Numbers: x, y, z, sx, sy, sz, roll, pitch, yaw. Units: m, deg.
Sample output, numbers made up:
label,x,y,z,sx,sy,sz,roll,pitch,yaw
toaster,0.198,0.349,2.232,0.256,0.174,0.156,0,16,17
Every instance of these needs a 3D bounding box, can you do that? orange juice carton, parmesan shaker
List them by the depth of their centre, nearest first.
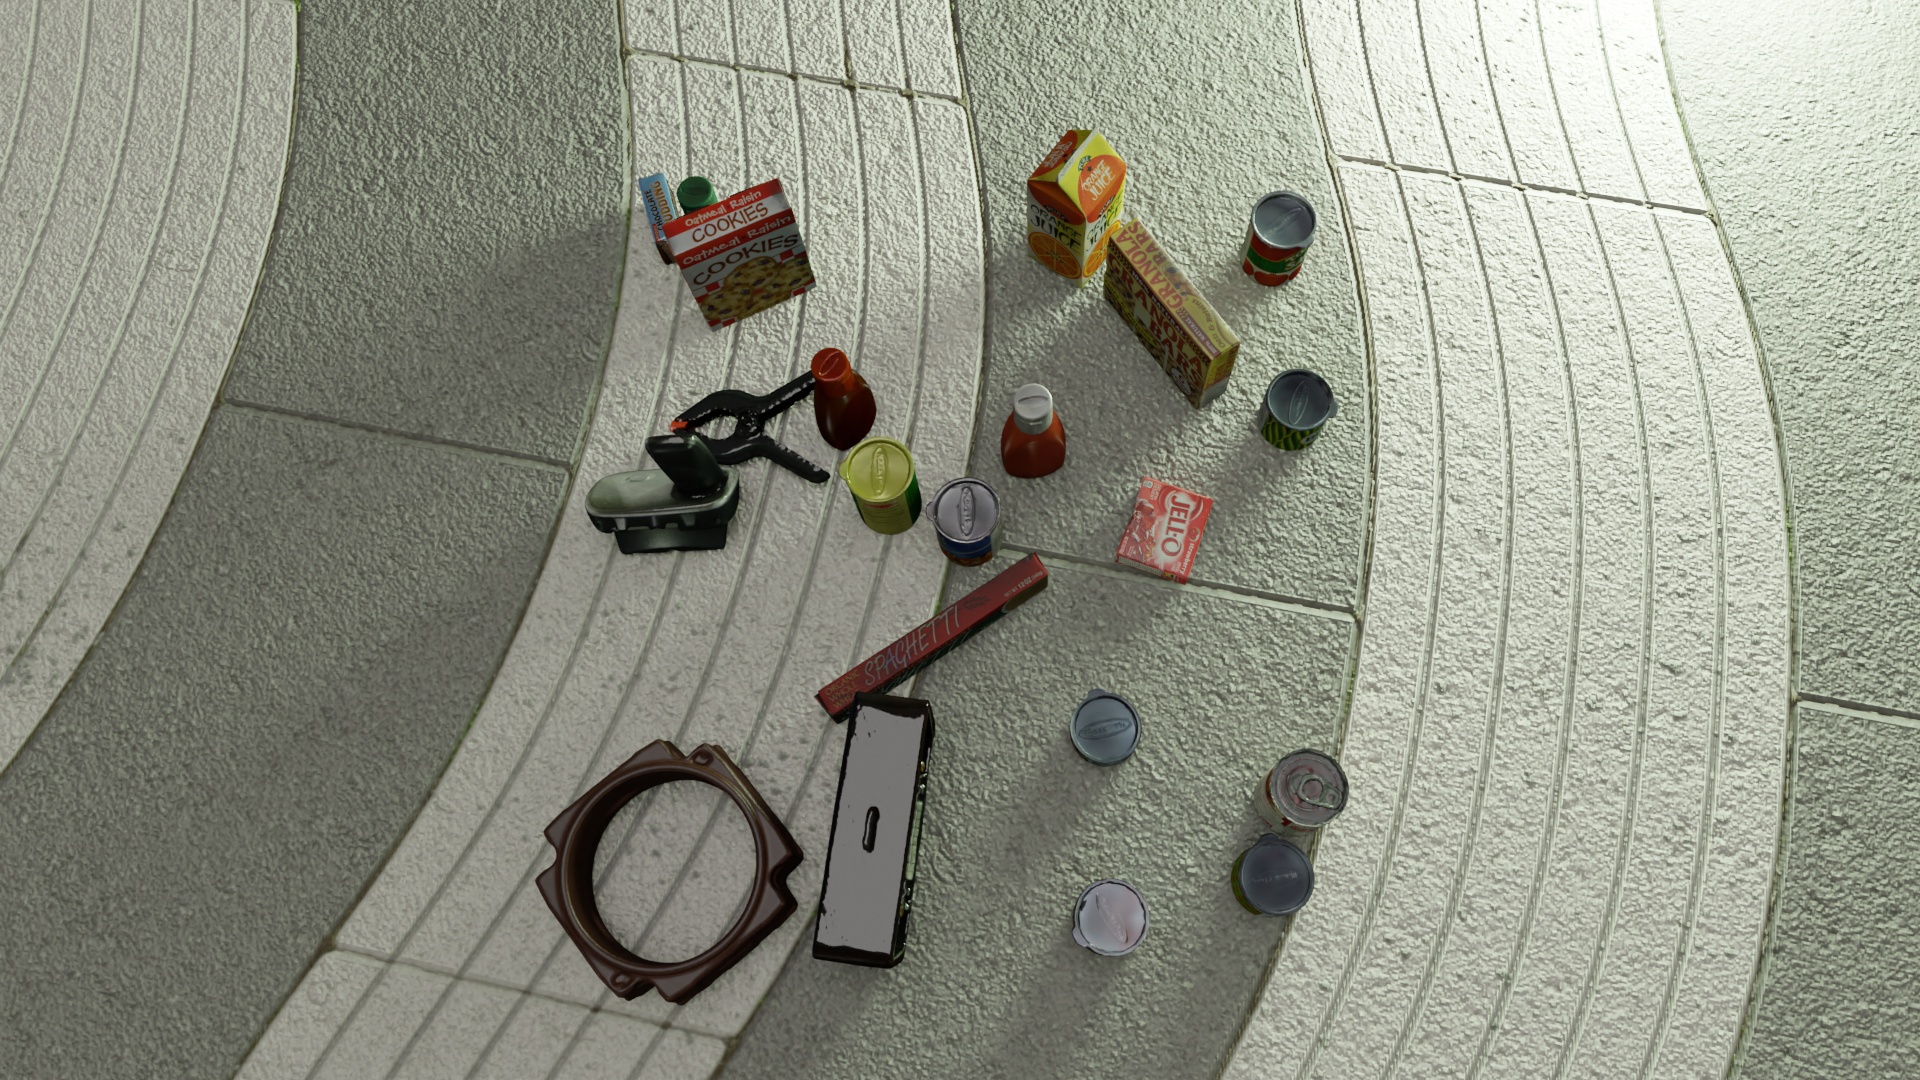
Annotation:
label,x,y,z,sx,sy,sz,roll,pitch,yaw
parmesan shaker,-0.077,-0.052,1.350,0.071,0.102,0.071,-1,72,3
orange juice carton,0.115,-0.338,1.386,0.073,0.192,0.072,35,78,13

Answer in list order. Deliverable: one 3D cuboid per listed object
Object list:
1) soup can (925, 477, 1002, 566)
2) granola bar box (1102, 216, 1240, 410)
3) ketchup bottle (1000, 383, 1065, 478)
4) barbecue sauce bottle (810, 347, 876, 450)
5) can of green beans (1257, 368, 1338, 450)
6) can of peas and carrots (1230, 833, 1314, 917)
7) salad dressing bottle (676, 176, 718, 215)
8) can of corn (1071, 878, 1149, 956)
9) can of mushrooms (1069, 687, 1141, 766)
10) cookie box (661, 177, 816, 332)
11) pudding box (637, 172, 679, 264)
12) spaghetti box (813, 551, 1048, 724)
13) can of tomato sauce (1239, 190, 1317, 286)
label,x,y,z,sx,sy,sz,roll,pitch,yaw
soup can,0.005,-0.017,1.345,0.071,0.083,0.071,-1,72,3
granola bar box,0.206,-0.223,1.380,0.039,0.124,0.166,-34,74,-7
ketchup bottle,0.070,-0.104,1.336,0.065,0.148,0.043,-9,72,0
barbecue sauce bottle,-0.117,-0.141,1.358,0.044,0.148,0.065,35,78,13
can of green beans,0.332,-0.129,1.379,0.071,0.057,0.071,-1,72,3
can of peas and carrots,0.277,0.300,1.242,0.071,0.058,0.071,-1,72,3
salad dressing bottle,-0.255,-0.318,1.422,0.064,0.147,0.044,9,73,6
can of corn,0.131,0.338,1.237,0.071,0.058,0.071,-1,72,3
can of mushrooms,0.135,0.176,1.303,0.071,0.033,0.071,-1,72,3
cookie box,-0.219,-0.286,1.400,0.123,0.167,0.040,-24,73,-5
pudding box,-0.317,-0.344,1.485,0.030,0.049,0.084,-17,72,-2
spaghetti box,-0.025,0.094,1.328,0.250,0.050,0.029,-33,74,-8
can of tomato sauce,0.326,-0.307,1.423,0.071,0.083,0.071,-1,72,3
